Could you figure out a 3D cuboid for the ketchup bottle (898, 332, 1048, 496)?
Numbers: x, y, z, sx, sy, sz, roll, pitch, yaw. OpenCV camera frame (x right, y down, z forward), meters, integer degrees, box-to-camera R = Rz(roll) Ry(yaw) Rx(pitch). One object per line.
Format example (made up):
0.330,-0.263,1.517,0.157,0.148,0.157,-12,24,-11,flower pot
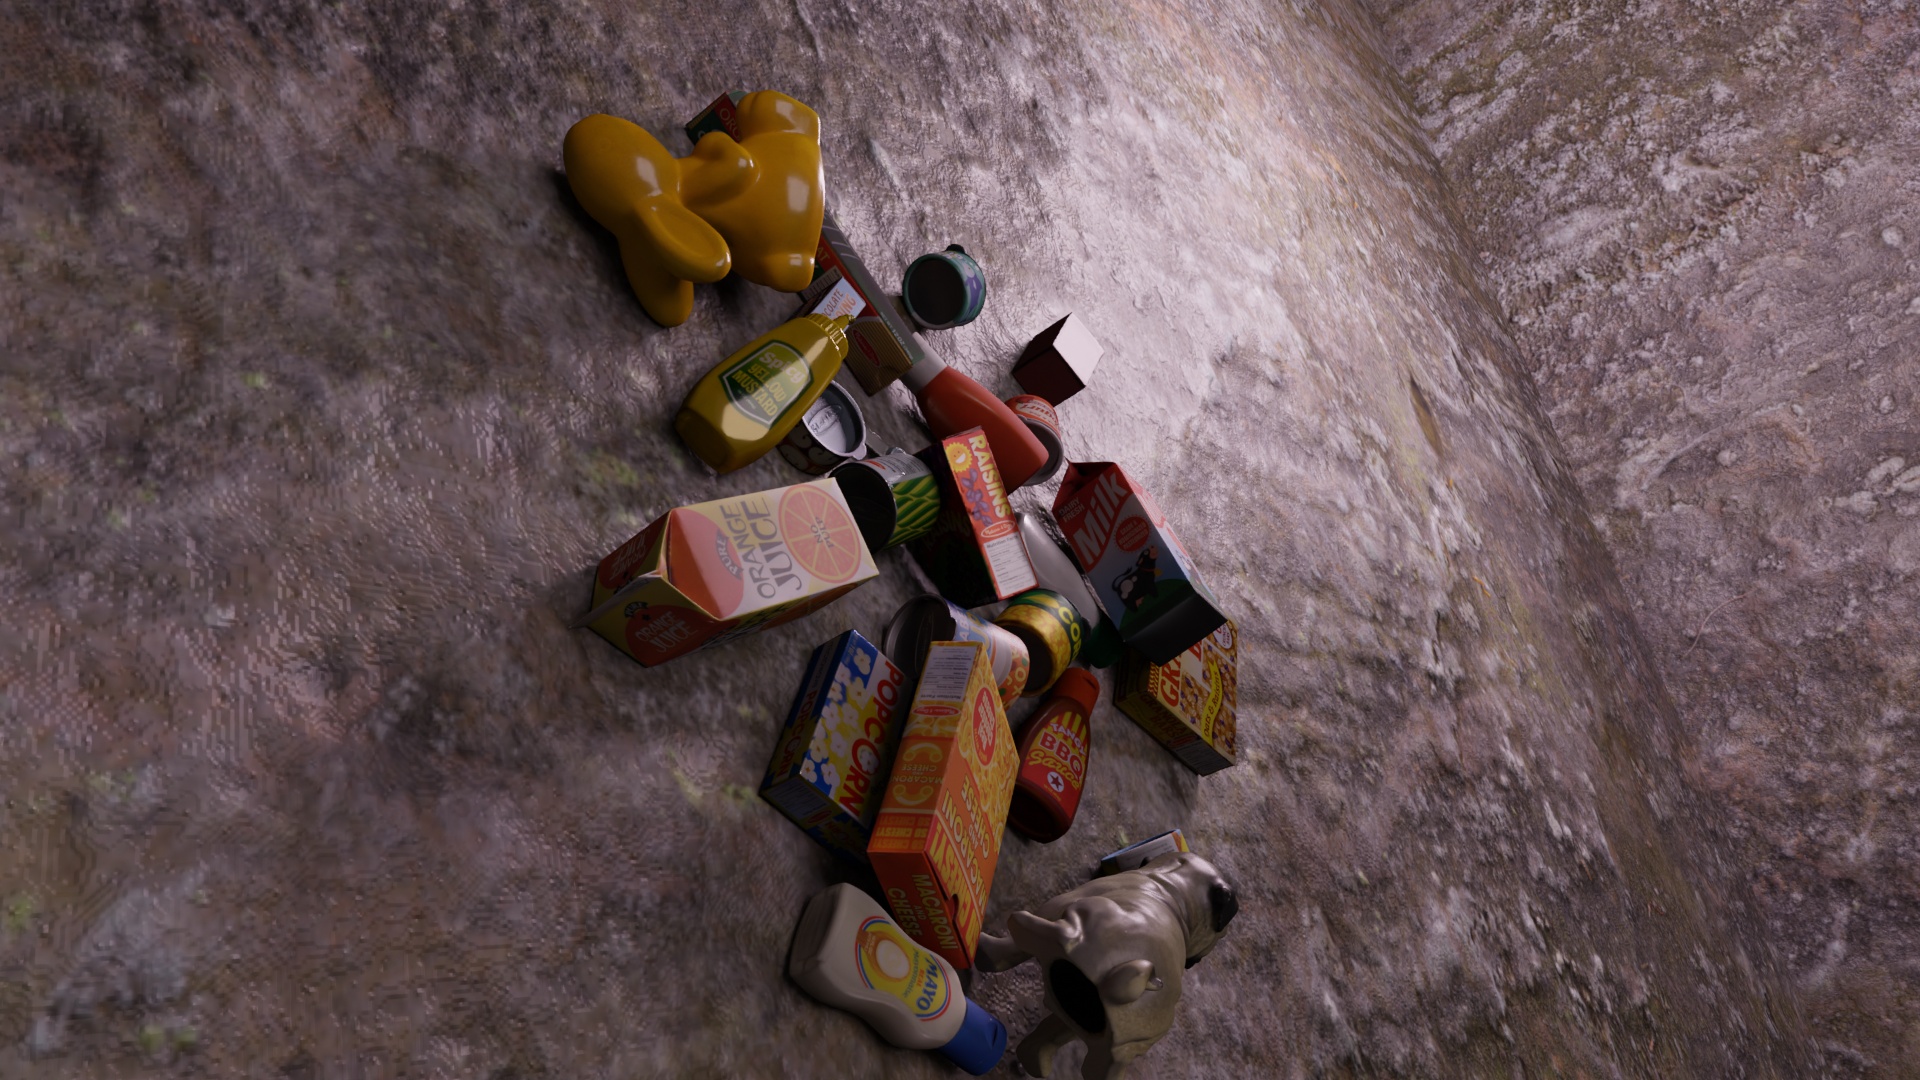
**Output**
0.001,-0.102,1.122,0.148,0.064,0.044,47,27,-7,ketchup bottle

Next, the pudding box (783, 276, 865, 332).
-0.109,-0.157,1.029,0.030,0.049,0.084,51,36,-17,pudding box

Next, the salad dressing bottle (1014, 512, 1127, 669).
0.080,0.043,1.131,0.147,0.044,0.064,48,30,-19,salad dressing bottle

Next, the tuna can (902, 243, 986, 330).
-0.014,-0.214,1.176,0.033,0.071,0.071,-27,88,-55,tuna can

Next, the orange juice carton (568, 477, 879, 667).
-0.143,0.020,0.837,0.193,0.071,0.073,-16,78,-55,orange juice carton

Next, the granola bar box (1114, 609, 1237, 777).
0.194,0.108,1.233,0.124,0.039,0.166,41,39,-26,granola bar box

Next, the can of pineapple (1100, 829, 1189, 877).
0.145,0.255,1.041,0.071,0.070,0.058,-6,70,-54,can of pineapple

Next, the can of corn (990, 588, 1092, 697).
0.056,0.078,1.051,0.071,0.071,0.058,57,35,-5,can of corn

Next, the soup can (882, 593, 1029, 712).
0.000,0.082,0.975,0.083,0.071,0.072,29,45,-38,soup can

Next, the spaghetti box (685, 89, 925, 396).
-0.118,-0.229,1.070,0.250,0.050,0.029,55,32,-7,spaghetti box

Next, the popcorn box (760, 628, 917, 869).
-0.068,0.130,0.882,0.085,0.038,0.127,45,37,-23,popcorn box

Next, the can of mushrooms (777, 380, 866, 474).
-0.102,-0.081,0.998,0.071,0.033,0.071,32,42,-35,can of mushrooms

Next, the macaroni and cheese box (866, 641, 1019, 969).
-0.006,0.165,0.882,0.167,0.040,0.123,-73,154,-46,macaroni and cheese box

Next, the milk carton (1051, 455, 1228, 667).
0.141,0.005,1.177,0.072,0.073,0.191,36,22,-49,milk carton

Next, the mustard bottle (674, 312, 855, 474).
-0.121,-0.113,0.940,0.065,0.048,0.161,45,57,-6,mustard bottle

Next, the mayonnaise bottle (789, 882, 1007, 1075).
-0.034,0.266,0.823,0.148,0.041,0.065,42,39,-23,mayonnaise bottle

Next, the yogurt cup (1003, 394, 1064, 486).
0.055,-0.087,1.178,0.072,0.072,0.054,44,29,-23,yogurt cup

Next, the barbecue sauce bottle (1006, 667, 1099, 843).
0.070,0.153,1.036,0.065,0.043,0.149,44,36,-10,barbecue sauce bottle

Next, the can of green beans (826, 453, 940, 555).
-0.056,-0.027,0.987,0.058,0.071,0.071,-18,80,-56,can of green beans

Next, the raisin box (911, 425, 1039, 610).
0.004,-0.013,1.018,0.040,0.086,0.123,-19,89,-28,raisin box
